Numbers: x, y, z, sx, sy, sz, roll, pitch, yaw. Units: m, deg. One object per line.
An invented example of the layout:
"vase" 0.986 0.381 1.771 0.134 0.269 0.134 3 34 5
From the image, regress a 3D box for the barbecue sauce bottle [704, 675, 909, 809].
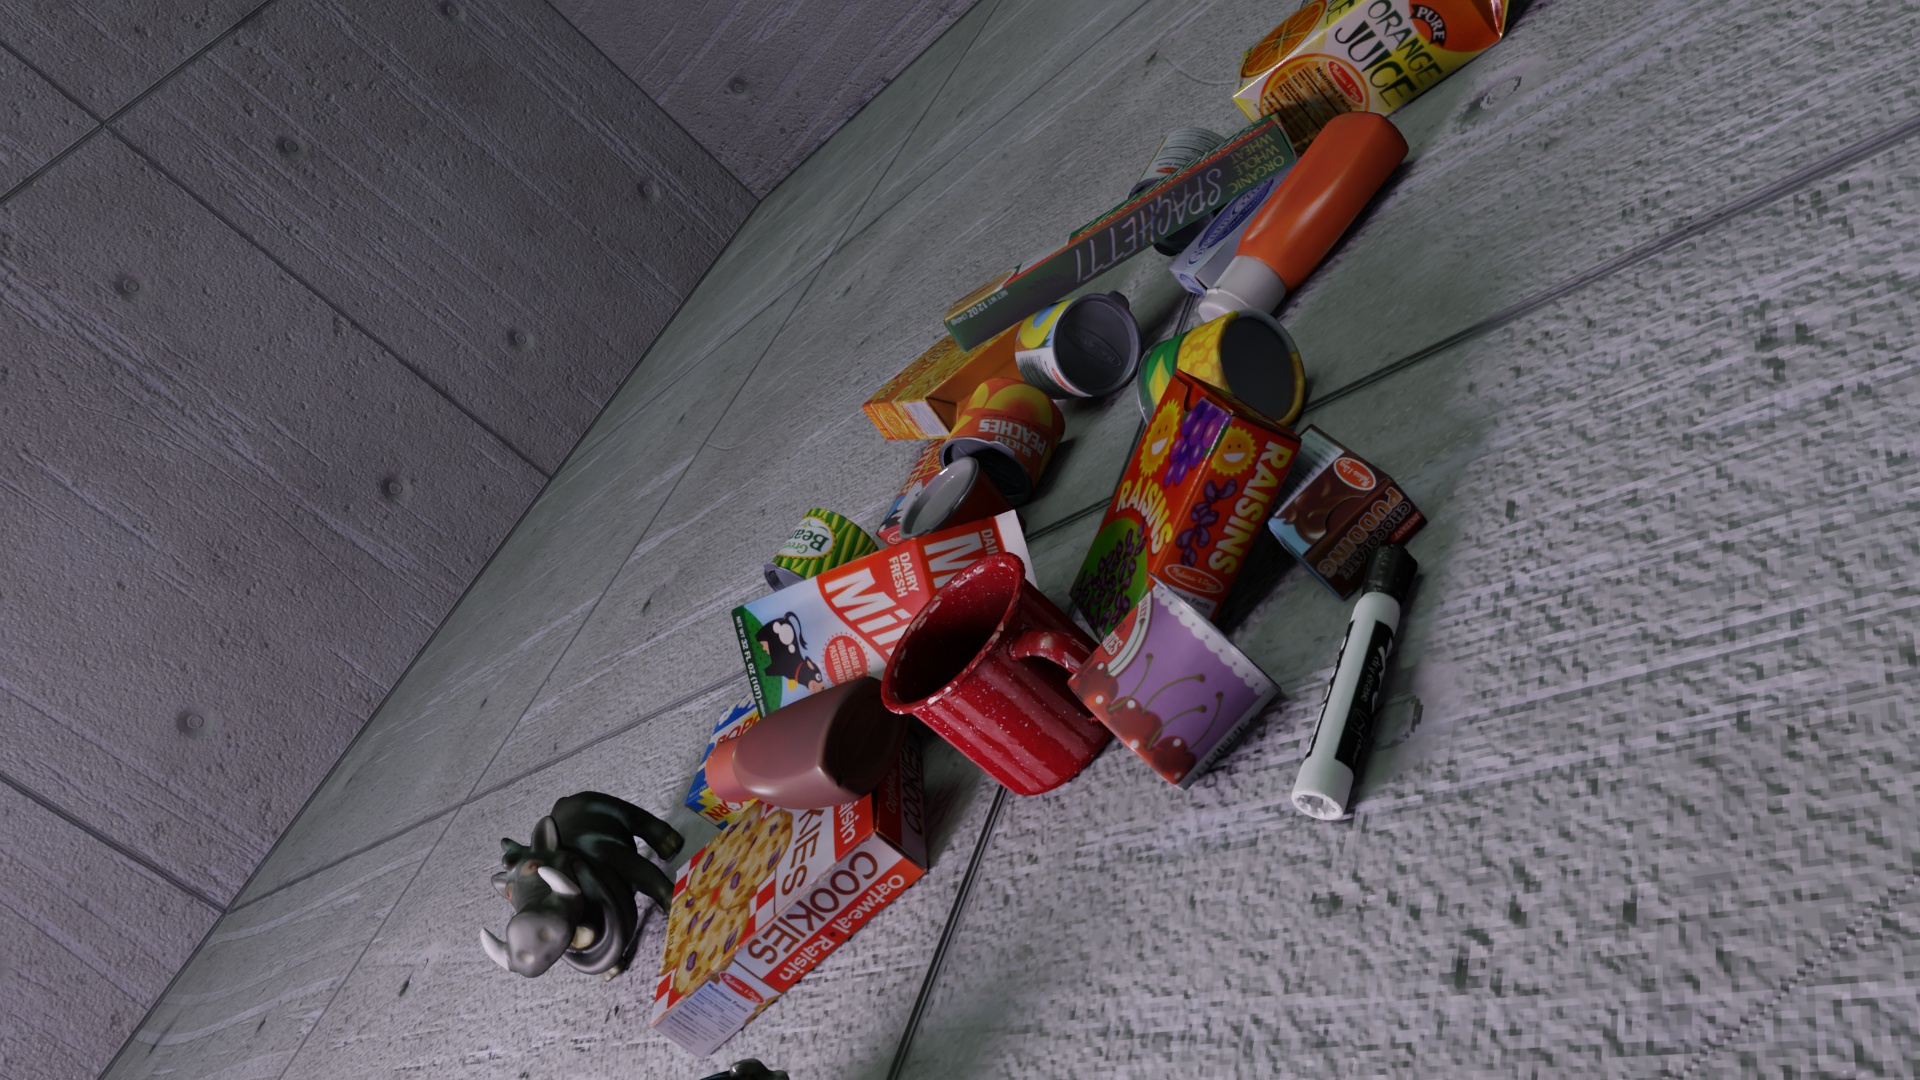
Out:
"barbecue sauce bottle" -0.087 0.112 0.730 0.148 0.043 0.065 -23 31 52

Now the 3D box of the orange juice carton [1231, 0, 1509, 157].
"orange juice carton" 0.271 -0.324 0.873 0.192 0.073 0.072 -30 27 39

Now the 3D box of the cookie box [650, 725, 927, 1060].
"cookie box" -0.091 0.176 0.744 0.167 0.040 0.123 -42 21 14

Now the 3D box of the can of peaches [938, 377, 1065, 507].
"can of peaches" 0.029 -0.065 0.901 0.071 0.071 0.058 -21 33 51

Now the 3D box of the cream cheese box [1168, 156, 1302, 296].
"cream cheese box" 0.185 -0.203 0.900 0.104 0.024 0.053 -47 19 3

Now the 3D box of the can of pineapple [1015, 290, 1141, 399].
"can of pineapple" 0.078 -0.128 0.918 0.071 0.071 0.058 -53 21 -13

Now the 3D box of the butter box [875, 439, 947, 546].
"butter box" -0.018 -0.041 1.015 0.053 0.024 0.104 -19 35 51

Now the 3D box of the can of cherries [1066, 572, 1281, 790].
"can of cherries" 0.084 0.057 0.565 0.058 0.071 0.071 -48 20 3

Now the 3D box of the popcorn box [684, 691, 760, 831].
"popcorn box" -0.114 0.124 0.890 0.126 0.038 0.085 -34 25 32

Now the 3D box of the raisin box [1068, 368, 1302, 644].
"raisin box" 0.099 -0.009 0.638 0.086 0.040 0.123 -115 47 -70

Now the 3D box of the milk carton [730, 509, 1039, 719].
"milk carton" -0.032 0.043 0.765 0.190 0.072 0.073 -22 -8 38

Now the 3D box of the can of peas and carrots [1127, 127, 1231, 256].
"can of peas and carrots" 0.158 -0.243 0.969 0.071 0.071 0.059 -16 37 55

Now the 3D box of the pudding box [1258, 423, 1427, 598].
"pudding box" 0.158 -0.014 0.603 0.049 0.030 0.084 -44 21 8

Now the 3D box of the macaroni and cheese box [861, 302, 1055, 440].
"macaroni and cheese box" 0.002 -0.129 1.065 0.124 0.040 0.166 -40 15 -14

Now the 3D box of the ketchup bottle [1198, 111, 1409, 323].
"ketchup bottle" 0.196 -0.182 0.811 0.149 0.043 0.065 -52 20 -9

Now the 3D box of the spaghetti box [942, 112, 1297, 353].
"spaghetti box" 0.101 -0.199 0.907 0.249 0.028 0.050 -28 17 17

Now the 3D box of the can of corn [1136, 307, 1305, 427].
"can of corn" 0.135 -0.078 0.718 0.058 0.071 0.071 -19 35 53

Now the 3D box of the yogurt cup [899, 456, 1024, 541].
"yogurt cup" 0.003 -0.011 0.874 0.072 0.054 0.073 -40 21 20

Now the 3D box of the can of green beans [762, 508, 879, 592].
"can of green beans" -0.100 0.018 1.011 0.071 0.071 0.058 -13 40 58
